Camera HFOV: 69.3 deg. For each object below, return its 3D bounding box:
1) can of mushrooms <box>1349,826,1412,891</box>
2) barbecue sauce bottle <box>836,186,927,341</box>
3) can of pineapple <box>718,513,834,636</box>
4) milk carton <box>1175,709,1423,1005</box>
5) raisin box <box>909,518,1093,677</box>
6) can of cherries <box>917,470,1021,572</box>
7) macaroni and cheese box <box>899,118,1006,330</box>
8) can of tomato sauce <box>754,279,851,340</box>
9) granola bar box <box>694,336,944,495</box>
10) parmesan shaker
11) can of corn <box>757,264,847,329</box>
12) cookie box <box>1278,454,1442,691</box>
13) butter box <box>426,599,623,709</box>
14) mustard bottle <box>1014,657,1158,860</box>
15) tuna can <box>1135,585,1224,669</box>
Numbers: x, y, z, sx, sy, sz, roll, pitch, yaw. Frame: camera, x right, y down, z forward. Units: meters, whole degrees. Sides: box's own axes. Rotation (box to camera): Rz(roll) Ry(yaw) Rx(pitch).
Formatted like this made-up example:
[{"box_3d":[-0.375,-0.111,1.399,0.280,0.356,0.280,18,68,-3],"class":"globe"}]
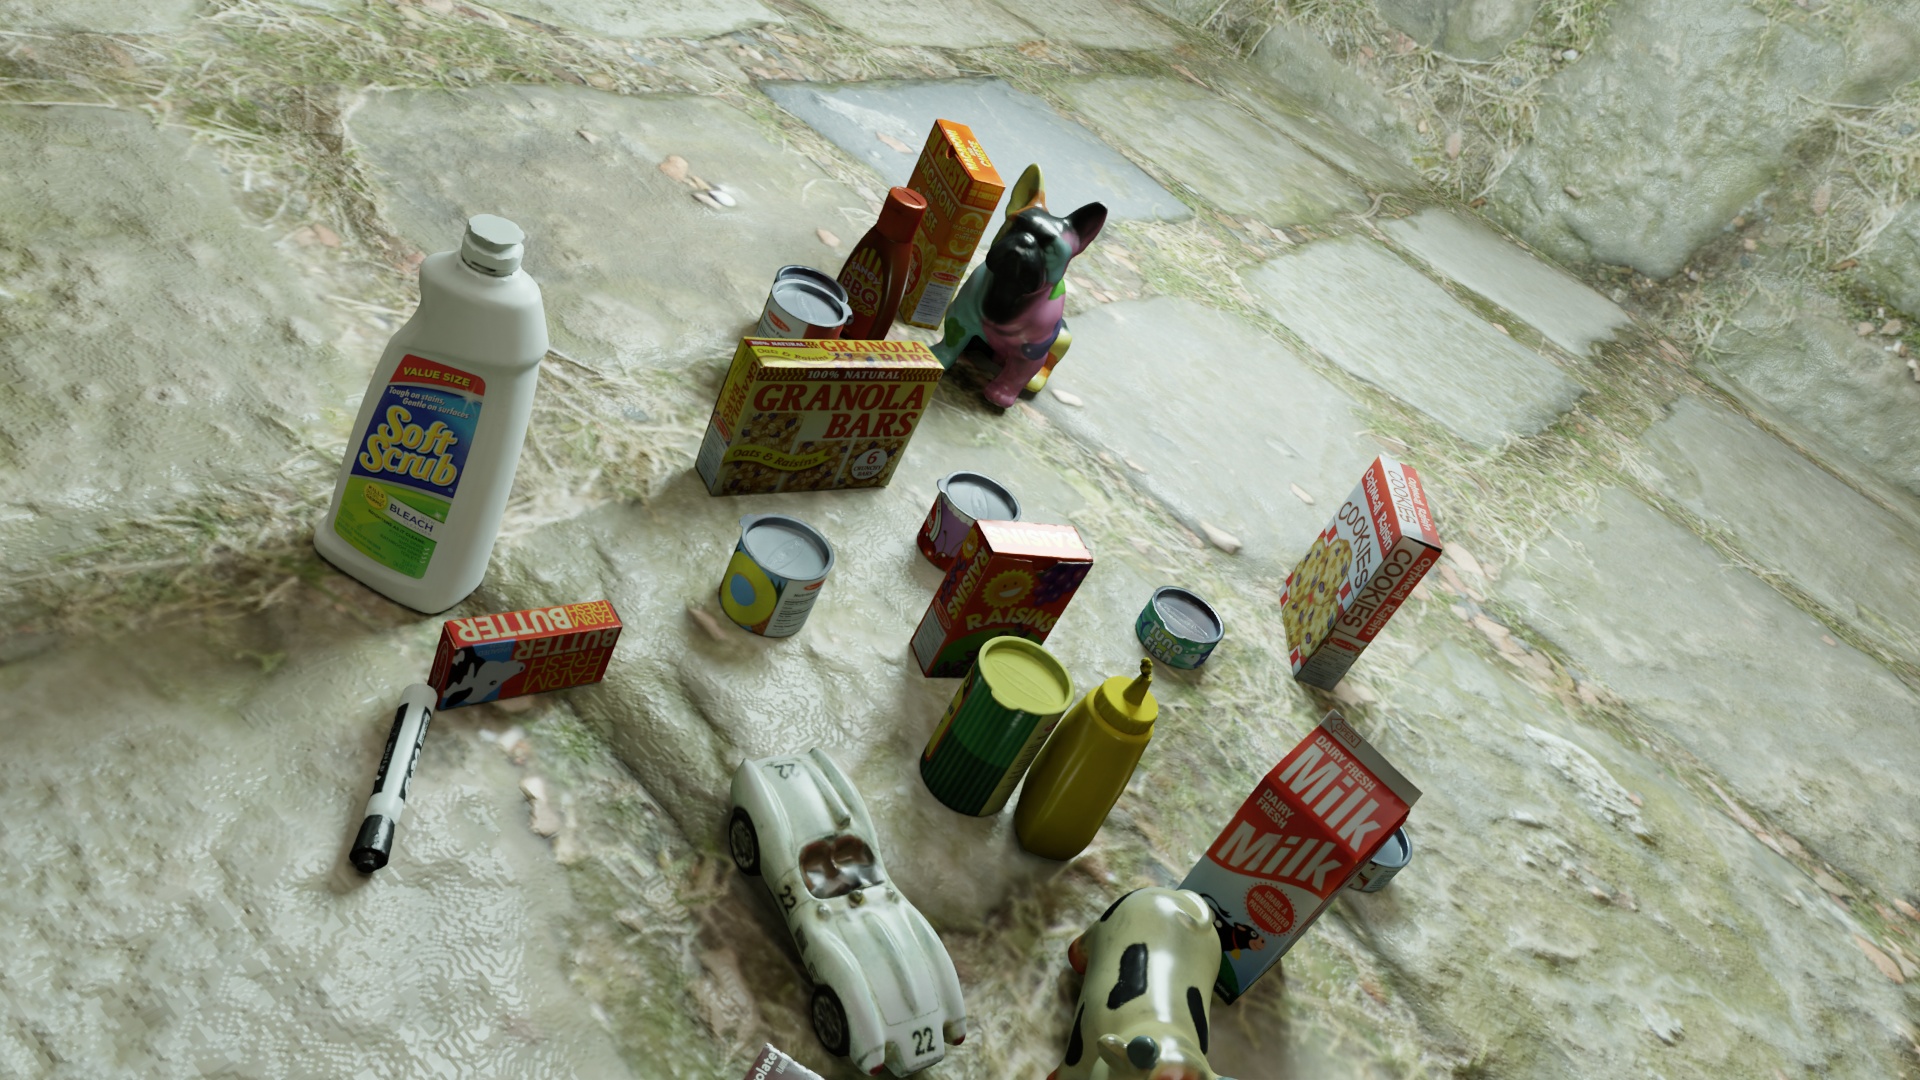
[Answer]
[{"box_3d":[0.291,0.219,1.015,0.071,0.033,0.071,19,35,-14],"class":"can of mushrooms"},{"box_3d":[-0.074,-0.252,1.274,0.065,0.147,0.044,39,35,16],"class":"barbecue sauce bottle"},{"box_3d":[-0.129,0.023,0.958,0.071,0.057,0.071,19,35,-14],"class":"can of pineapple"},{"box_3d":[0.203,0.191,0.852,0.072,0.189,0.074,45,37,23],"class":"milk carton"},{"box_3d":[0.028,0.043,0.982,0.086,0.122,0.040,5,40,-31],"class":"raisin box"},{"box_3d":[0.004,-0.014,1.098,0.071,0.058,0.072,19,35,-14],"class":"can of cherries"},{"box_3d":[-0.024,-0.312,1.373,0.040,0.165,0.124,7,39,-29],"class":"macaroni and cheese box"},{"box_3d":[-0.139,-0.168,1.178,0.071,0.082,0.071,19,35,-14],"class":"can of tomato sauce"},{"box_3d":[-0.109,-0.096,1.068,0.166,0.123,0.039,-5,46,-39],"class":"granola bar box"},{"box_3d":[0.020,0.121,0.892,0.071,0.102,0.072,19,35,-14],"class":"parmesan shaker"},{"box_3d":[-0.144,-0.204,1.243,0.071,0.058,0.071,19,35,-14],"class":"can of corn"},{"box_3d":[0.336,0.027,1.179,0.040,0.166,0.123,22,34,-10],"class":"cookie box"},{"box_3d":[-0.255,0.066,0.817,0.104,0.052,0.024,-7,47,-41],"class":"butter box"},{"box_3d":[0.085,0.133,0.872,0.049,0.159,0.065,19,35,-13],"class":"mustard bottle"},{"box_3d":[0.177,0.072,1.129,0.071,0.032,0.071,19,35,-14],"class":"tuna can"}]
